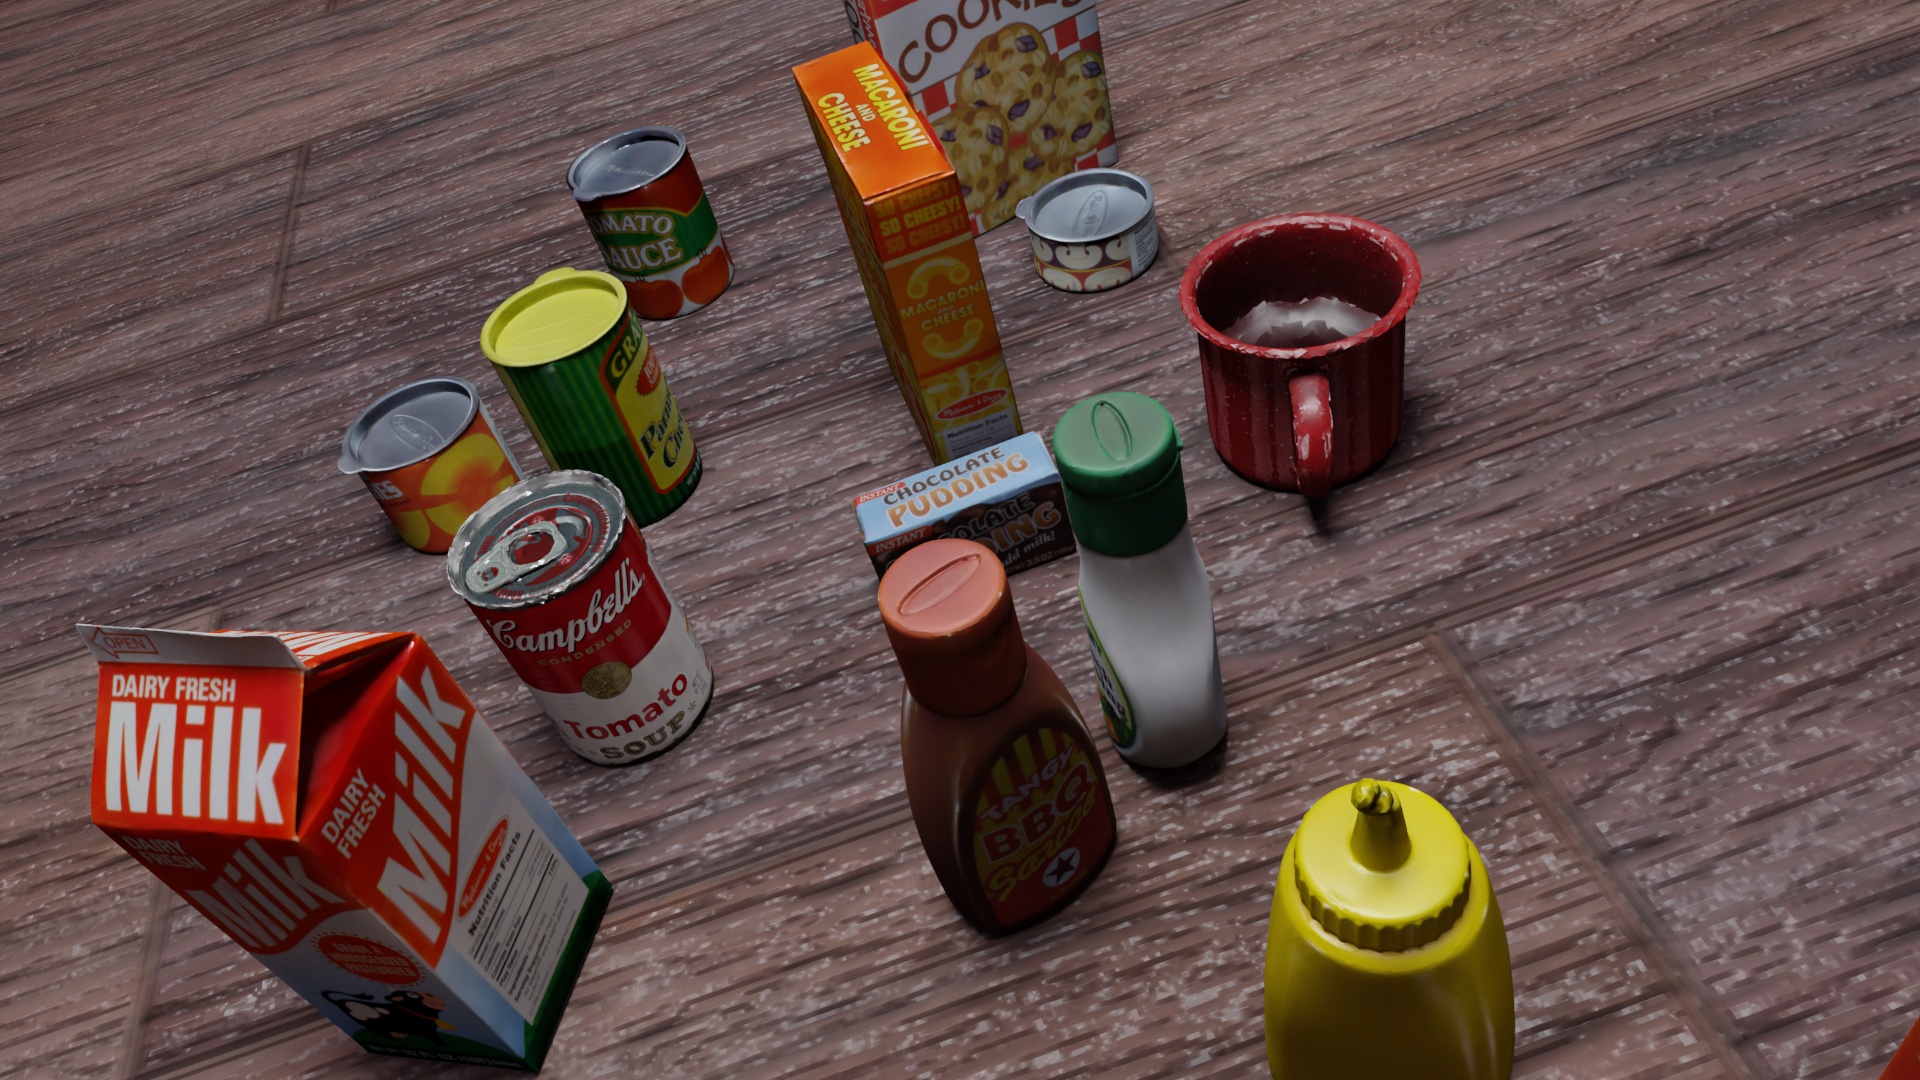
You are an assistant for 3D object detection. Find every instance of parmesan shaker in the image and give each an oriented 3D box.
[{"bbox_3d":[-0.166,-0.064,0.639,0.071,0.102,0.072,-8,45,9],"label":"parmesan shaker"}]

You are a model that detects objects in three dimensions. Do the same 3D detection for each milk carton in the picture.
[{"bbox_3d":[-0.188,0.089,0.432,0.072,0.189,0.074,0,47,17],"label":"milk carton"}]

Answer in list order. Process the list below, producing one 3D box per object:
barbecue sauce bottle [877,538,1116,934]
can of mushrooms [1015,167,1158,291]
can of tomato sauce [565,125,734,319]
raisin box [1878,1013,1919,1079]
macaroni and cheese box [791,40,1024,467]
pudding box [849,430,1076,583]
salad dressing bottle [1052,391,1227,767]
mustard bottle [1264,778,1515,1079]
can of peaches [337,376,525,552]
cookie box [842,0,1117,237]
[{"bbox_3d":[0.009,0.062,0.431,0.065,0.147,0.044,-35,47,-18],"label":"barbecue sauce bottle"},{"bbox_3d":[0.066,-0.160,0.714,0.071,0.033,0.071,-8,45,9],"label":"can of mushrooms"},{"bbox_3d":[-0.168,-0.172,0.759,0.071,0.082,0.071,-8,45,9],"label":"can of tomato sauce"},{"bbox_3d":[0.238,0.150,0.295,0.040,0.122,0.086,-12,45,5],"label":"raisin box"},{"bbox_3d":[-0.018,-0.110,0.595,0.040,0.165,0.124,-21,44,-4],"label":"macaroni and cheese box"},{"bbox_3d":[0.002,-0.007,0.571,0.084,0.049,0.030,-20,44,-3],"label":"pudding box"},{"bbox_3d":[0.060,0.017,0.461,0.044,0.147,0.064,-15,44,2],"label":"salad dressing bottle"},{"bbox_3d":[0.108,0.104,0.352,0.065,0.159,0.049,5,48,21],"label":"mustard bottle"},{"bbox_3d":[-0.253,-0.035,0.667,0.071,0.057,0.071,-8,45,9],"label":"can of peaches"},{"bbox_3d":[0.012,-0.250,0.723,0.123,0.166,0.040,-30,46,-13],"label":"cookie box"}]
